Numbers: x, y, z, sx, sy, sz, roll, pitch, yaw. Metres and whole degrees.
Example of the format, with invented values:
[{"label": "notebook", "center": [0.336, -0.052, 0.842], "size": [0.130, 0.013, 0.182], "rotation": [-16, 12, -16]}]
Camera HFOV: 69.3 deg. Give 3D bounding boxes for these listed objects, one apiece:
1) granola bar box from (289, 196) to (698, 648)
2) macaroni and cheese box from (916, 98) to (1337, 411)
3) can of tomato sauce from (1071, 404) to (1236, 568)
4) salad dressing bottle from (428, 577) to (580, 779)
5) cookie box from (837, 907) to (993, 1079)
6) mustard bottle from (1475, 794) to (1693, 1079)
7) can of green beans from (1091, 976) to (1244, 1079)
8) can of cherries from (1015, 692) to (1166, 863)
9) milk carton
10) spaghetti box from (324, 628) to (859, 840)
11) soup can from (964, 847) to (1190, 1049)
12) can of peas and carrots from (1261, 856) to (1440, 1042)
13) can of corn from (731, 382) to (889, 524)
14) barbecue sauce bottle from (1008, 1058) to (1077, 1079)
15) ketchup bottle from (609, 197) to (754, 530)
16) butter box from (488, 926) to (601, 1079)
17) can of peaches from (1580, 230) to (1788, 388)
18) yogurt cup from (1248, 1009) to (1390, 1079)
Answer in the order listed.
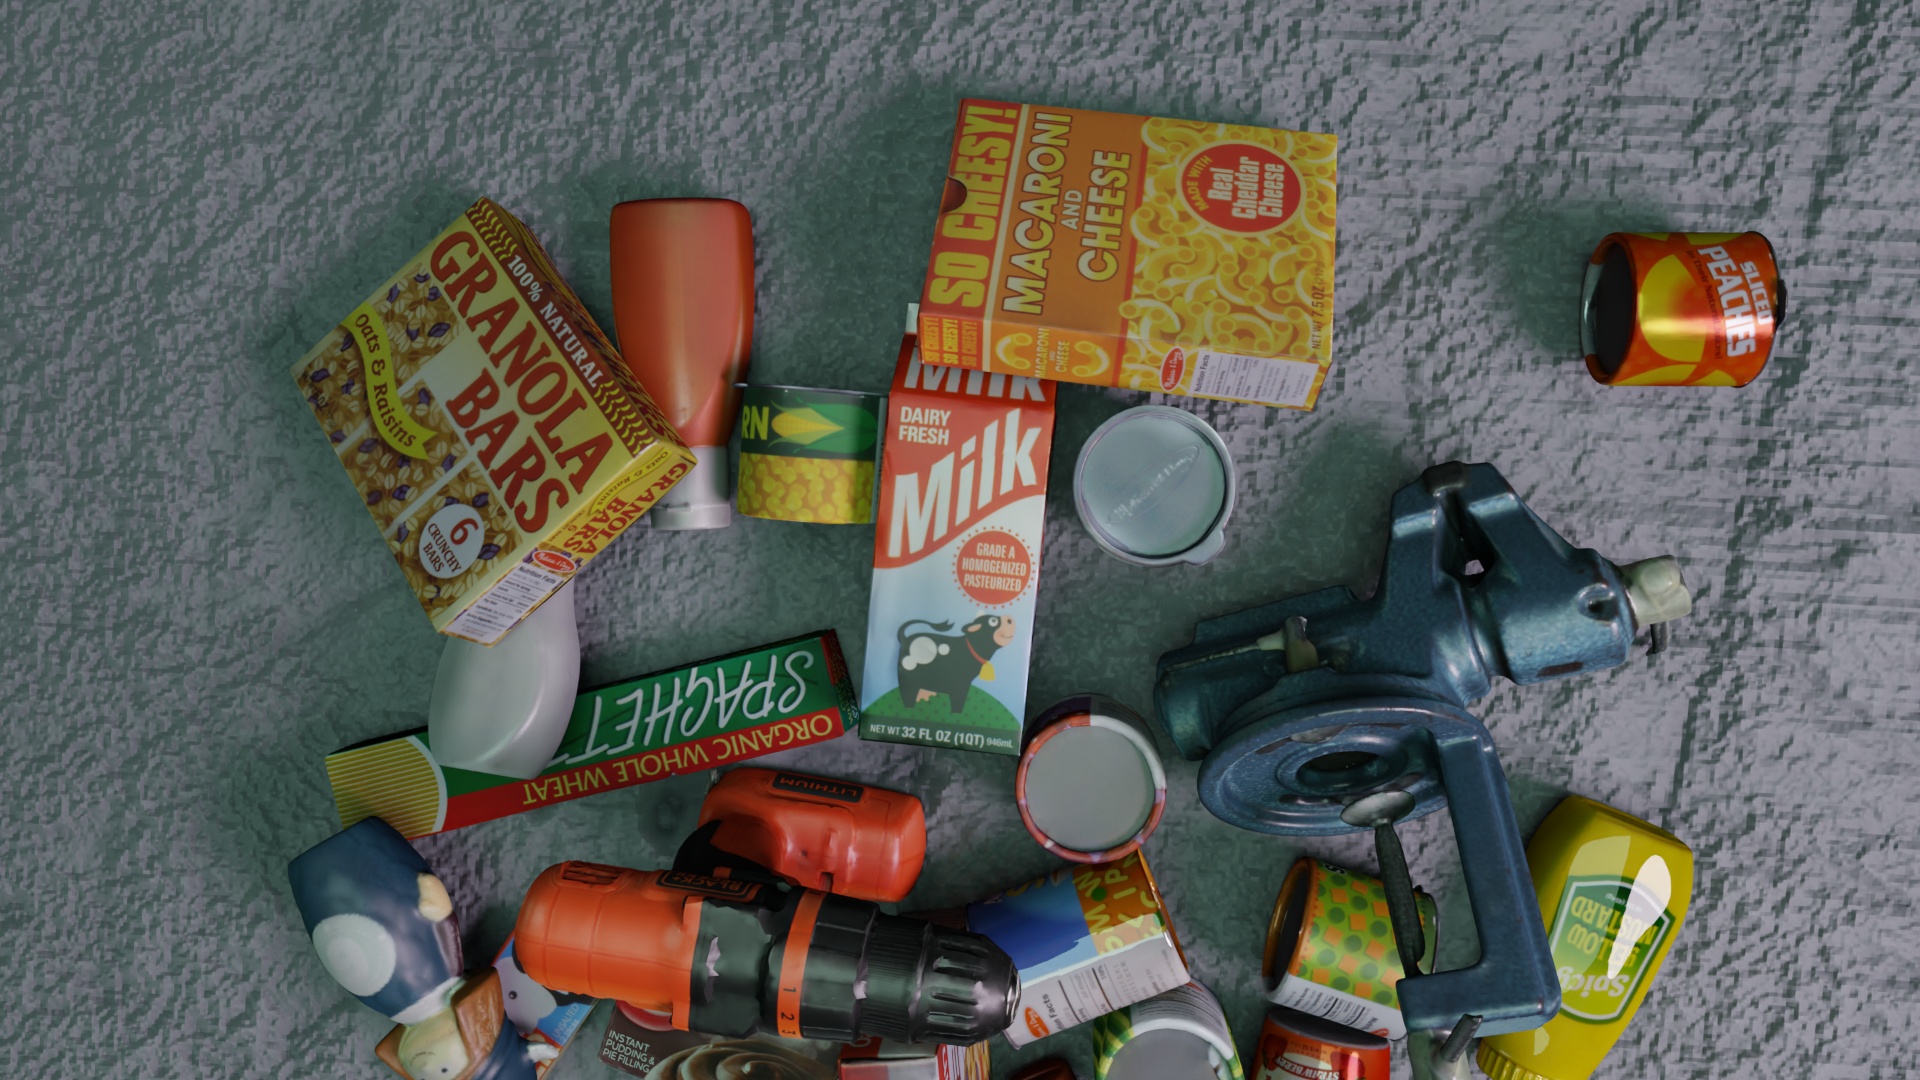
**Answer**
[{"label": "granola bar box", "center": [-0.209, -0.054, 0.614], "size": [0.124, 0.039, 0.166], "rotation": [-41, 65, 4]}, {"label": "macaroni and cheese box", "center": [0.073, -0.126, 0.593], "size": [0.166, 0.040, 0.124], "rotation": [7, 61, 4]}, {"label": "can of tomato sauce", "center": [0.083, -0.023, 0.603], "size": [0.071, 0.083, 0.071], "rotation": [0, 93, 4]}, {"label": "salad dressing bottle", "center": [-0.198, 0.032, 0.630], "size": [0.064, 0.044, 0.148], "rotation": [4, 76, 22]}, {"label": "cookie box", "center": [-0.014, 0.241, 0.581], "size": [0.040, 0.167, 0.123], "rotation": [-6, 93, 6]}, {"label": "mustard bottle", "center": [0.267, 0.197, 0.617], "size": [0.065, 0.049, 0.160], "rotation": [20, 94, 5]}, {"label": "can of green beans", "center": [0.093, 0.237, 0.628], "size": [0.071, 0.058, 0.071], "rotation": [0, 93, 4]}, {"label": "can of cherries", "center": [0.056, 0.108, 0.624], "size": [0.071, 0.058, 0.071], "rotation": [0, 93, 4]}, {"label": "milk carton", "center": [0.002, -0.008, 0.615], "size": [0.072, 0.073, 0.190], "rotation": [5, 93, 4]}, {"label": "spaghetti box", "center": [-0.174, 0.094, 0.655], "size": [0.250, 0.029, 0.050], "rotation": [-14, 93, 5]}, {"label": "soup can", "center": [0.052, 0.179, 0.626], "size": [0.084, 0.071, 0.071], "rotation": [-22, 91, 4]}, {"label": "can of peas and carrots", "center": [0.172, 0.178, 0.616], "size": [0.059, 0.071, 0.071], "rotation": [17, 94, 4]}, {"label": "can of corn", "center": [-0.068, -0.039, 0.621], "size": [0.071, 0.071, 0.058], "rotation": [5, 94, 4]}, {"label": "barbecue sauce bottle", "center": [0.066, 0.315, 0.641], "size": [0.065, 0.044, 0.148], "rotation": [-26, 90, 6]}, {"label": "ketchup bottle", "center": [-0.126, -0.080, 0.636], "size": [0.065, 0.043, 0.148], "rotation": [-1, 93, 6]}, {"label": "butter box", "center": [-0.216, 0.237, 0.668], "size": [0.053, 0.024, 0.103], "rotation": [35, 95, 2]}, {"label": "can of peaches", "center": [0.304, -0.098, 0.589], "size": [0.058, 0.071, 0.071], "rotation": [1, 93, 5]}, {"label": "yogurt cup", "center": [0.161, 0.244, 0.621], "size": [0.072, 0.072, 0.054], "rotation": [9, 86, 4]}]
